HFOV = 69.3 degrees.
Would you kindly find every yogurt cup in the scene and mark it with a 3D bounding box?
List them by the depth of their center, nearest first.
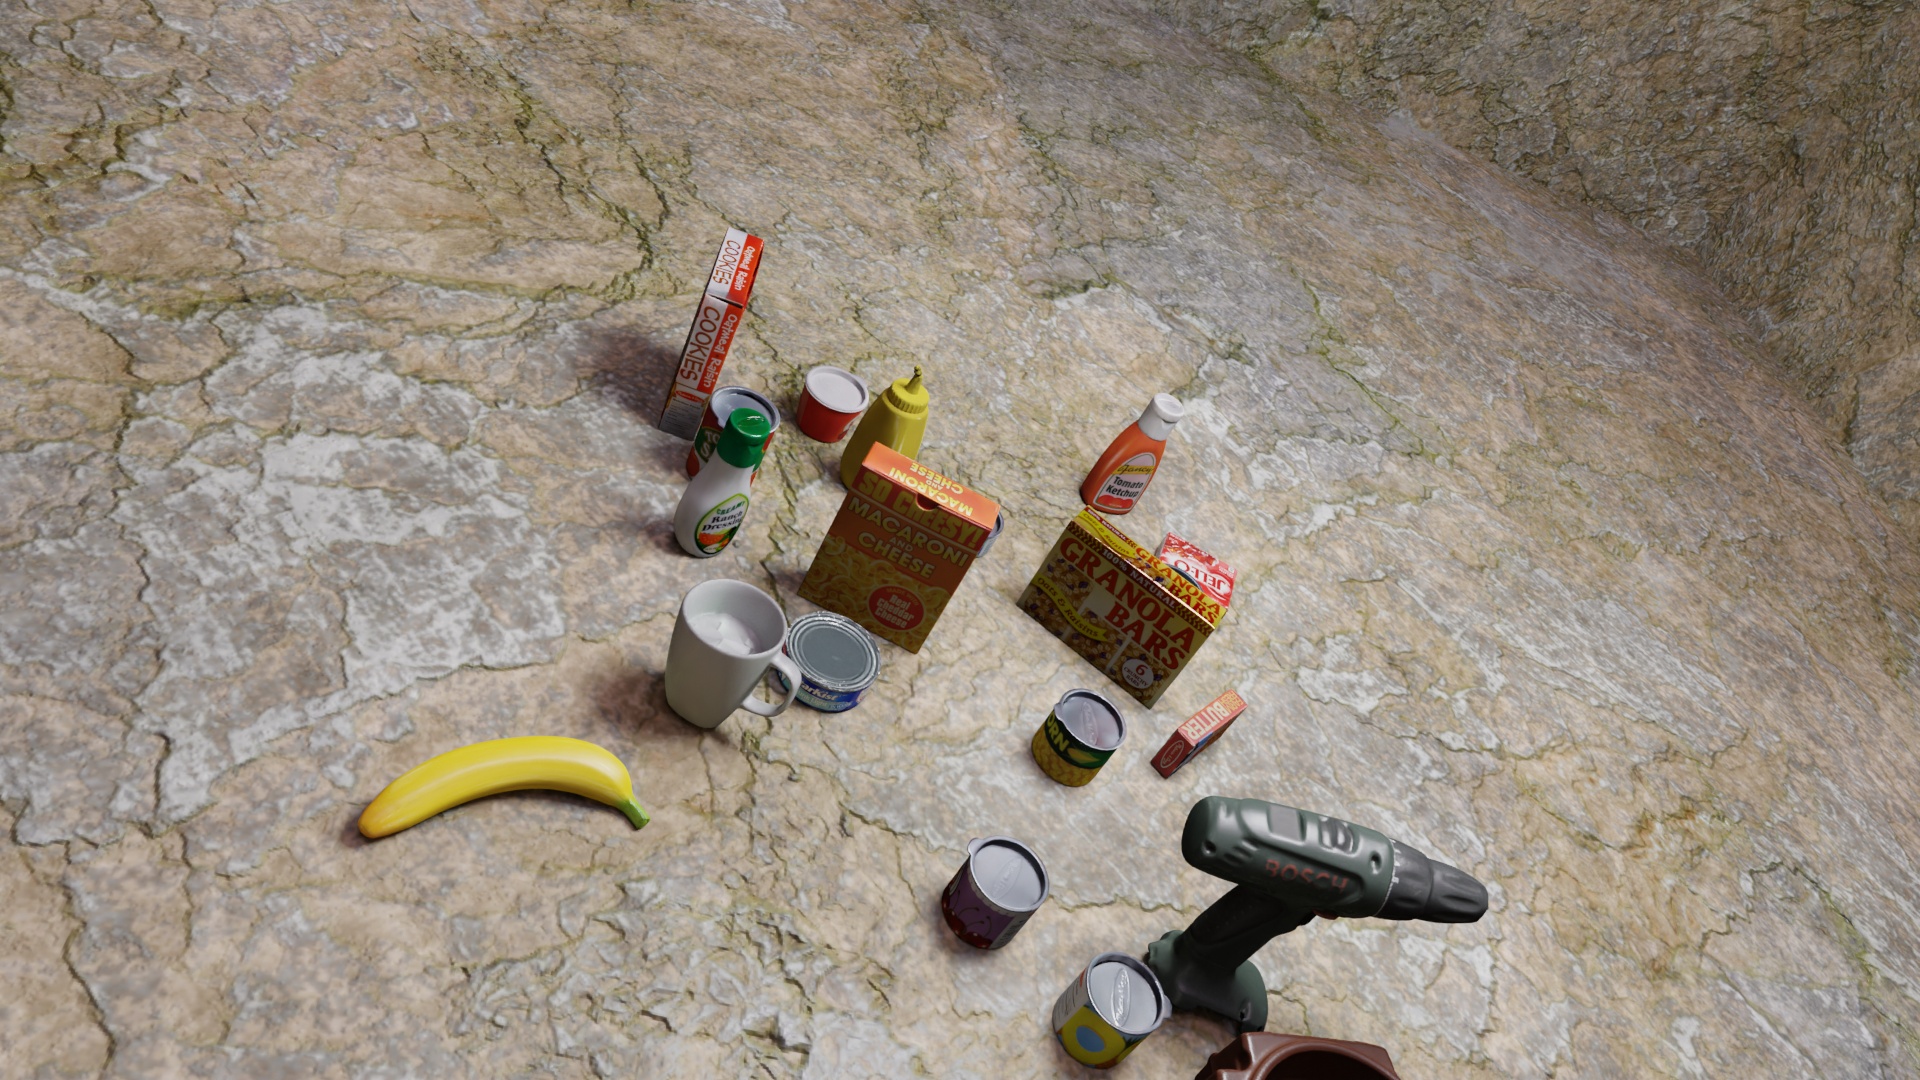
[{"bbox_3d":[-0.134,-0.137,1.415,0.072,0.053,0.073,18,40,-15],"label":"yogurt cup"}]

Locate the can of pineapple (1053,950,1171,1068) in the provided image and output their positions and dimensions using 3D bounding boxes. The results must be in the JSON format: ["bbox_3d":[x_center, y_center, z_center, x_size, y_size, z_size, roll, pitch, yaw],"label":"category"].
[{"bbox_3d":[0.111,0.350,1.033,0.071,0.057,0.071,18,40,-15],"label":"can of pineapple"}]

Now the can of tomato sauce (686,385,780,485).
[{"bbox_3d":[-0.213,-0.090,1.290,0.071,0.082,0.071,18,40,-15],"label":"can of tomato sauce"}]

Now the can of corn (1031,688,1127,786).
[{"bbox_3d":[0.101,0.173,1.221,0.071,0.058,0.071,18,40,-15],"label":"can of corn"}]

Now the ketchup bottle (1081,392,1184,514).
[{"bbox_3d":[0.189,-0.094,1.498,0.065,0.148,0.044,10,42,-24],"label":"ketchup bottle"}]

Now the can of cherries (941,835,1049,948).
[{"bbox_3d":[0.024,0.268,1.067,0.071,0.058,0.072,18,40,-15],"label":"can of cherries"}]

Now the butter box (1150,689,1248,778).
[{"bbox_3d":[0.223,0.179,1.297,0.024,0.052,0.104,46,41,18],"label":"butter box"}]

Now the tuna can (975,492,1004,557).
[{"bbox_3d":[0.005,-0.017,1.389,0.071,0.032,0.071,18,40,-15],"label":"tuna can"}]

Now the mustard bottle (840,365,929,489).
[{"bbox_3d":[-0.065,-0.107,1.341,0.065,0.159,0.049,45,40,18],"label":"mustard bottle"}]

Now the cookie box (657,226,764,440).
[{"bbox_3d":[-0.237,-0.197,1.323,0.040,0.166,0.123,19,39,-14],"label":"cookie box"}]

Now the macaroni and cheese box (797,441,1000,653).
[{"bbox_3d":[-0.056,0.010,1.213,0.124,0.165,0.040,27,38,-4],"label":"macaroni and cheese box"}]

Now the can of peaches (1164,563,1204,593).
[{"bbox_3d":[0.203,0.065,1.405,0.071,0.057,0.071,18,40,-15],"label":"can of peaches"}]

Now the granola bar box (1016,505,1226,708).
[{"bbox_3d":[0.151,0.063,1.321,0.166,0.123,0.039,38,39,10],"label":"granola bar box"}]

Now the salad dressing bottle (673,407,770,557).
[{"bbox_3d":[-0.204,-0.049,1.198,0.064,0.146,0.044,-16,57,-43],"label":"salad dressing bottle"}]
